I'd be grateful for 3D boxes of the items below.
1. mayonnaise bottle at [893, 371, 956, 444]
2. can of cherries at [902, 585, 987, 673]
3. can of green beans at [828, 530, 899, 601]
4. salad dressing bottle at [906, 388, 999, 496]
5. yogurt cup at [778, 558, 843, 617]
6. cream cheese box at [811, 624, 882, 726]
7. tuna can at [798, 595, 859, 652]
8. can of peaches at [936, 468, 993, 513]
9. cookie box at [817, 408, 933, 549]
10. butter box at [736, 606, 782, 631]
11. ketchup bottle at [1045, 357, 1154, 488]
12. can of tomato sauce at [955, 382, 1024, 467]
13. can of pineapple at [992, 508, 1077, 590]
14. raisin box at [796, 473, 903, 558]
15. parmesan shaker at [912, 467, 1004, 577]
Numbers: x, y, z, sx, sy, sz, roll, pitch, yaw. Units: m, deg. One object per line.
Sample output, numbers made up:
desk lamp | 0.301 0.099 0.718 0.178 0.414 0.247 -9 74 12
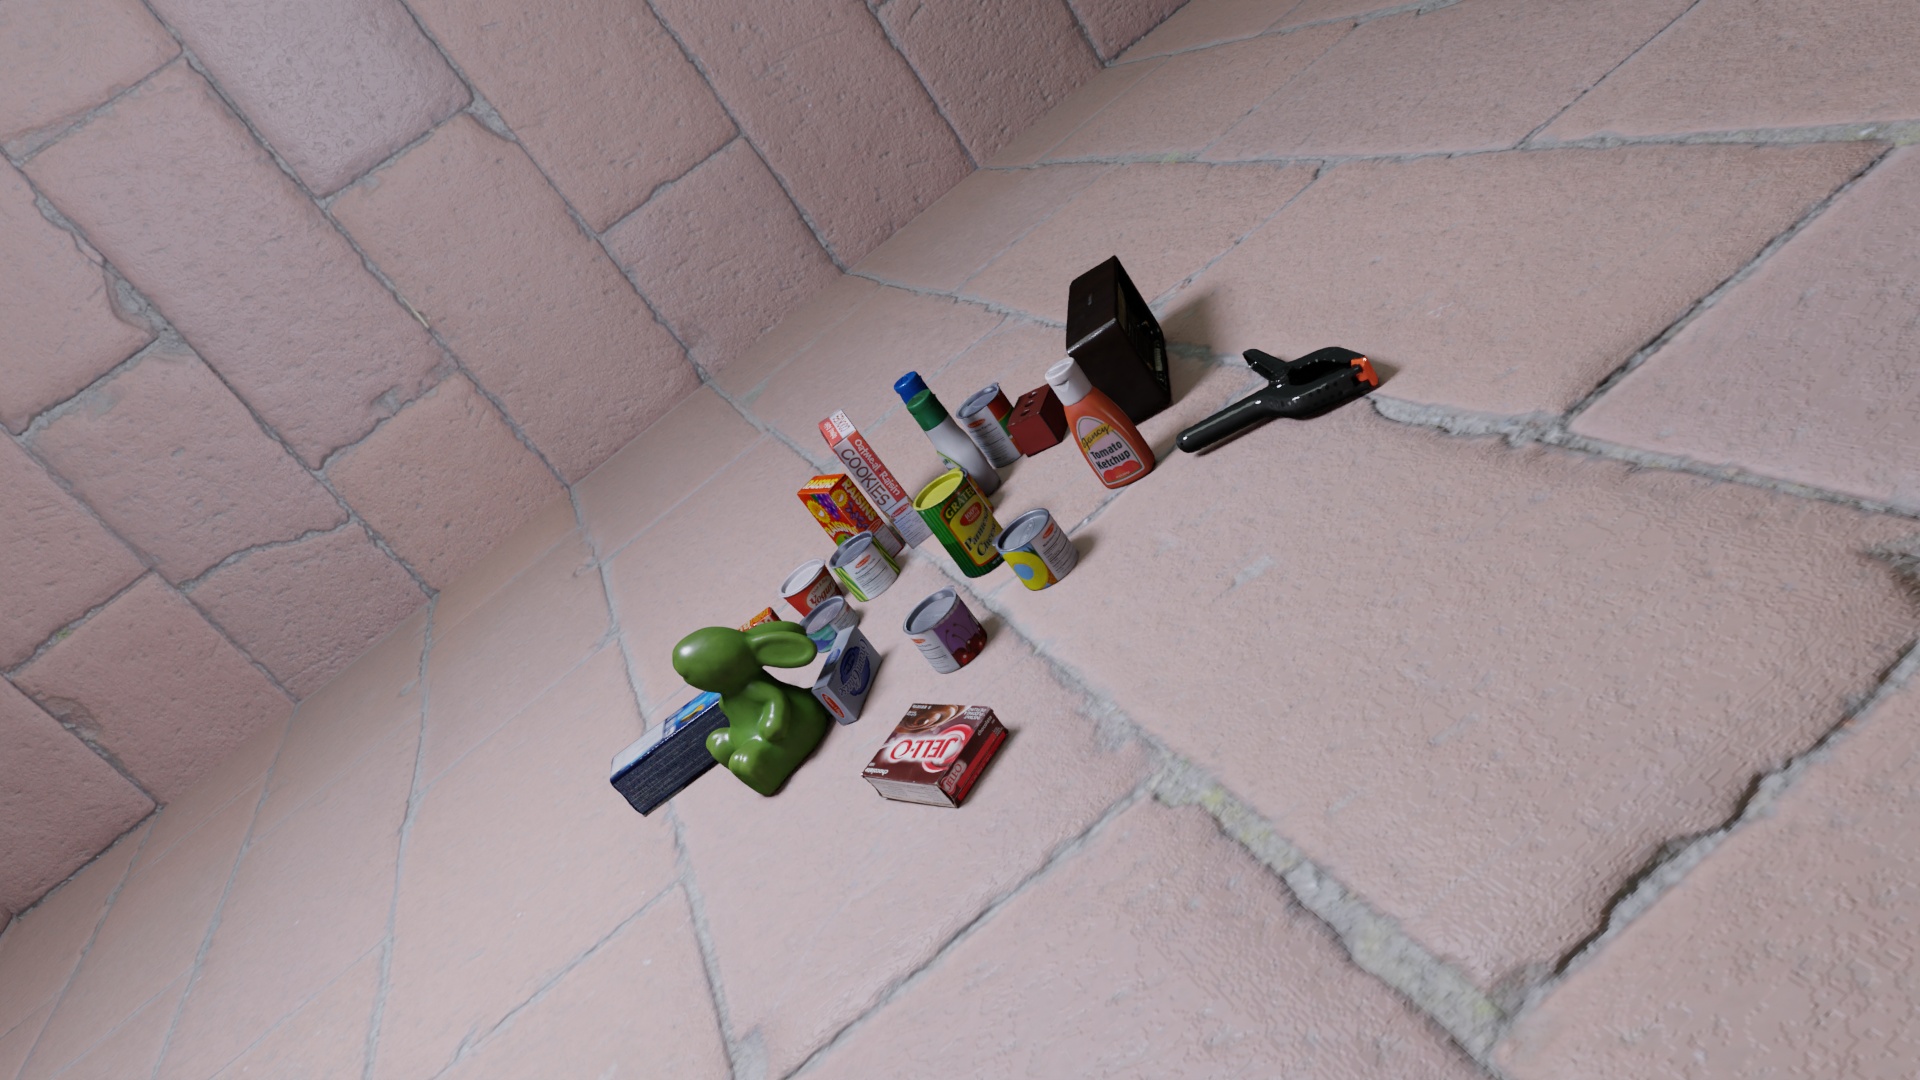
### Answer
mayonnaise bottle | -0.030 -0.149 1.782 0.041 0.147 0.065 -35 22 6
can of cherries | -0.013 0.090 1.403 0.071 0.058 0.072 -31 23 15
can of green beans | -0.115 0.031 1.672 0.071 0.057 0.071 -31 23 15
salad dressing bottle | -0.010 -0.117 1.688 0.044 0.147 0.064 -43 22 -13
yogurt cup | -0.182 0.063 1.713 0.072 0.054 0.073 -31 23 15
cream cheese box | -0.119 0.141 1.464 0.024 0.053 0.104 -25 25 29
tuna can | -0.155 0.099 1.630 0.071 0.032 0.071 -31 23 15
can of peaches | -0.003 -0.044 1.654 0.071 0.058 0.071 -31 23 15
cookie box | -0.107 -0.078 1.730 0.040 0.167 0.123 -38 22 -1
butter box | -0.257 0.130 1.693 0.103 0.053 0.024 -35 22 6
ketchup bottle | 0.144 -0.126 1.476 0.064 0.148 0.044 -24 25 31
can of tomato sauce | 0.045 -0.145 1.749 0.071 0.083 0.071 -31 23 15
can of pineapple | 0.077 0.009 1.427 0.071 0.057 0.071 -31 23 15
raisin box | -0.138 -0.025 1.730 0.040 0.123 0.086 -47 24 -23
parmesan shaker | 0.005 -0.019 1.531 0.071 0.103 0.071 -31 22 15
